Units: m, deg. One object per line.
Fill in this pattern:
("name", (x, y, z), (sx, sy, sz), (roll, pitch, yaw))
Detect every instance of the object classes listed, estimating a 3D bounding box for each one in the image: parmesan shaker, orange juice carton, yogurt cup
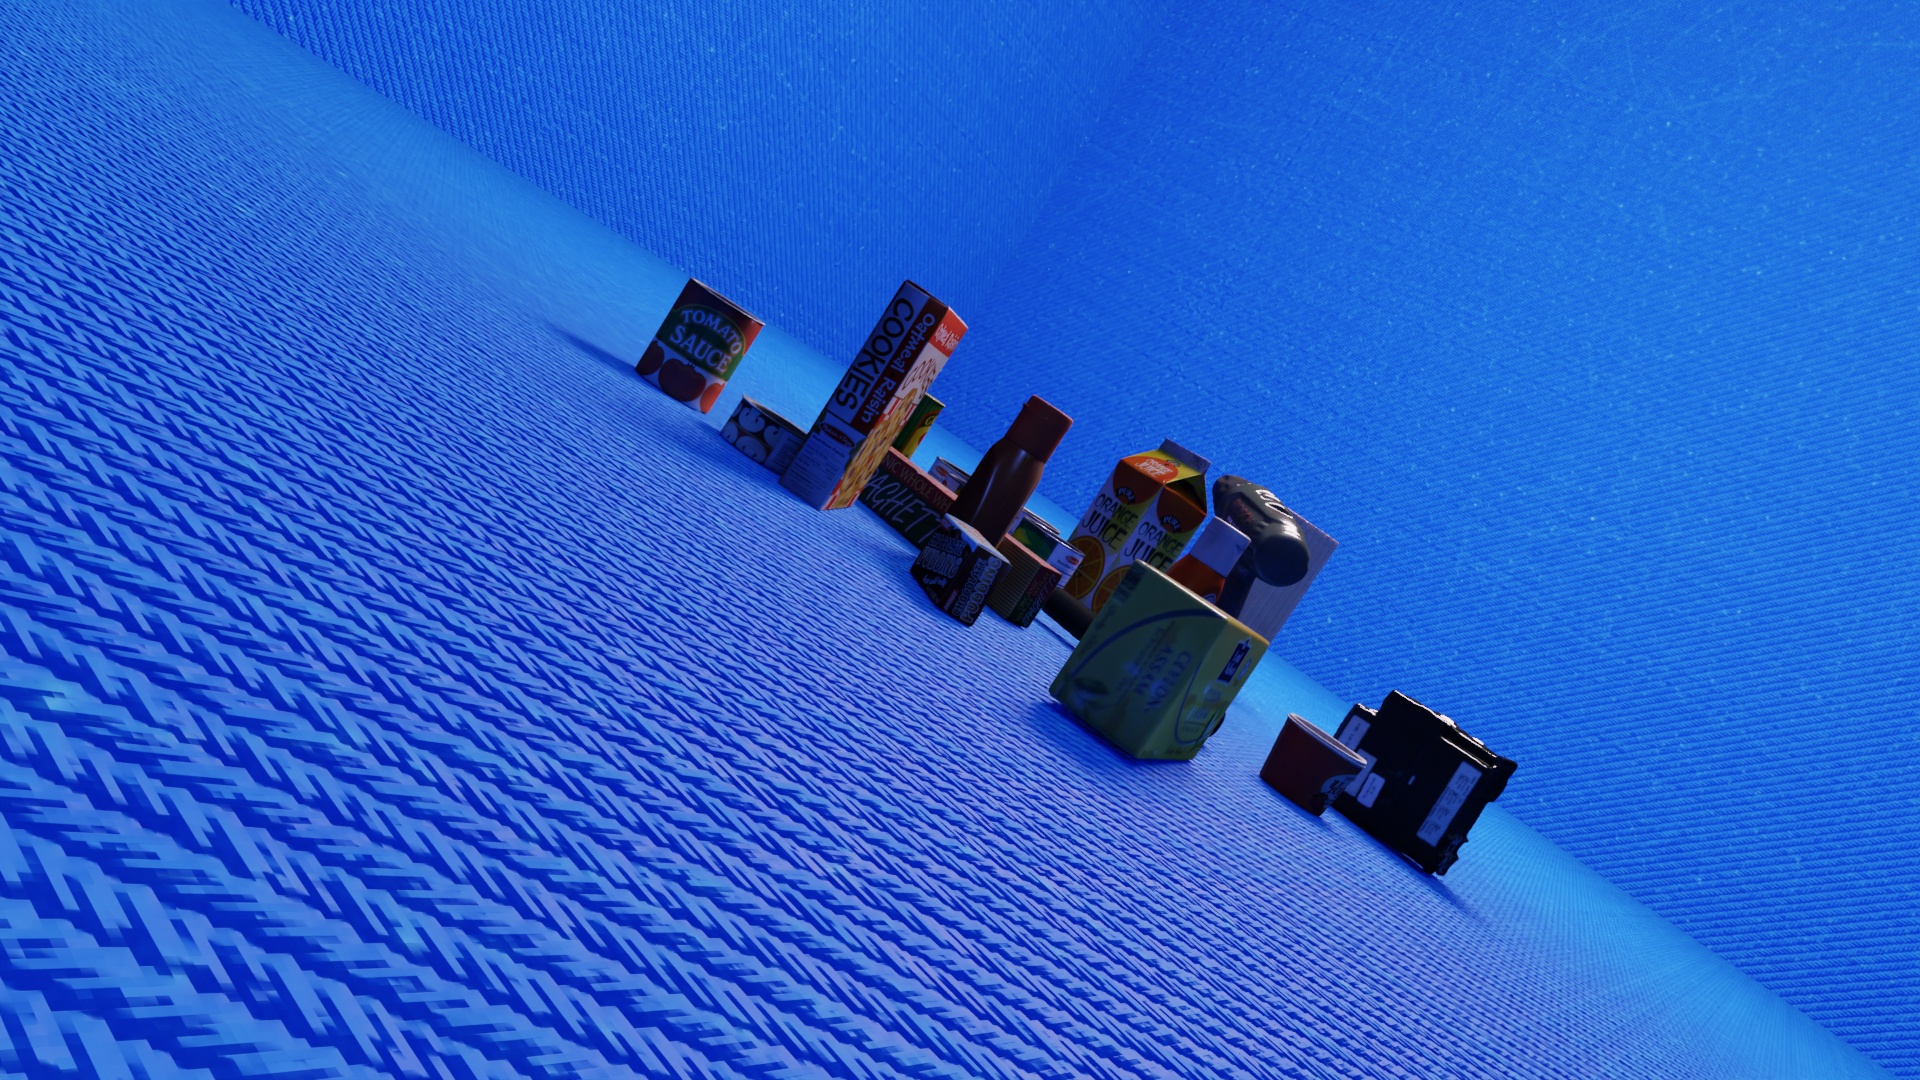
("parmesan shaker", (-0.069, -0.095, 1.234), (0.071, 0.103, 0.071), (33, 5, -3))
("orange juice carton", (0.167, -0.007, 1.339), (0.073, 0.192, 0.072), (29, 6, -38))
("yogurt cup", (0.263, 0.171, 1.050), (0.072, 0.054, 0.072), (33, 5, -3))

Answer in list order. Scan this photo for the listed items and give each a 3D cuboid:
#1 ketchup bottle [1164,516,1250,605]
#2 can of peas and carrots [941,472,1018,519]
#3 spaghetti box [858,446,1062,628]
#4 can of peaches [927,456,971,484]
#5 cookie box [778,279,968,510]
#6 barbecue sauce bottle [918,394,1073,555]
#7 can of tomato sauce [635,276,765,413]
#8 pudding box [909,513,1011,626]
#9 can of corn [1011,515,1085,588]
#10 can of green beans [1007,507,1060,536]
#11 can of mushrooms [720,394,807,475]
("ketchup bottle", (0.181, 0.051, 1.139), (0.043, 0.148, 0.064), (37, 6, 37))
("can of peas and carrots", (0.004, -0.015, 1.179), (0.071, 0.058, 0.071), (33, 5, -3))
("spaghetti box", (-0.016, -0.014, 1.096), (0.028, 0.050, 0.251), (28, 7, -46))
("can of peaches", (-0.008, -0.037, 1.312), (0.071, 0.058, 0.071), (33, 5, -3))
("cookie box", (-0.061, -0.103, 1.008), (0.040, 0.167, 0.123), (33, 5, 4))
("barbecue sauce bottle", (0.027, -0.035, 1.011), (0.043, 0.148, 0.065), (32, 5, -17))
("can of tomato sauce", (-0.199, -0.148, 1.060), (0.071, 0.083, 0.071), (33, 5, -3))
("pudding box", (-0.001, 0.018, 0.907), (0.030, 0.049, 0.084), (31, 5, -20))
("can of corn", (0.068, 0.018, 1.254), (0.071, 0.058, 0.071), (33, 5, -3))
("can of green beans", (0.056, -0.002, 1.366), (0.071, 0.057, 0.071), (33, 5, -3))
("can of mushrooms", (-0.141, -0.076, 1.018), (0.071, 0.033, 0.071), (33, 5, -3))
